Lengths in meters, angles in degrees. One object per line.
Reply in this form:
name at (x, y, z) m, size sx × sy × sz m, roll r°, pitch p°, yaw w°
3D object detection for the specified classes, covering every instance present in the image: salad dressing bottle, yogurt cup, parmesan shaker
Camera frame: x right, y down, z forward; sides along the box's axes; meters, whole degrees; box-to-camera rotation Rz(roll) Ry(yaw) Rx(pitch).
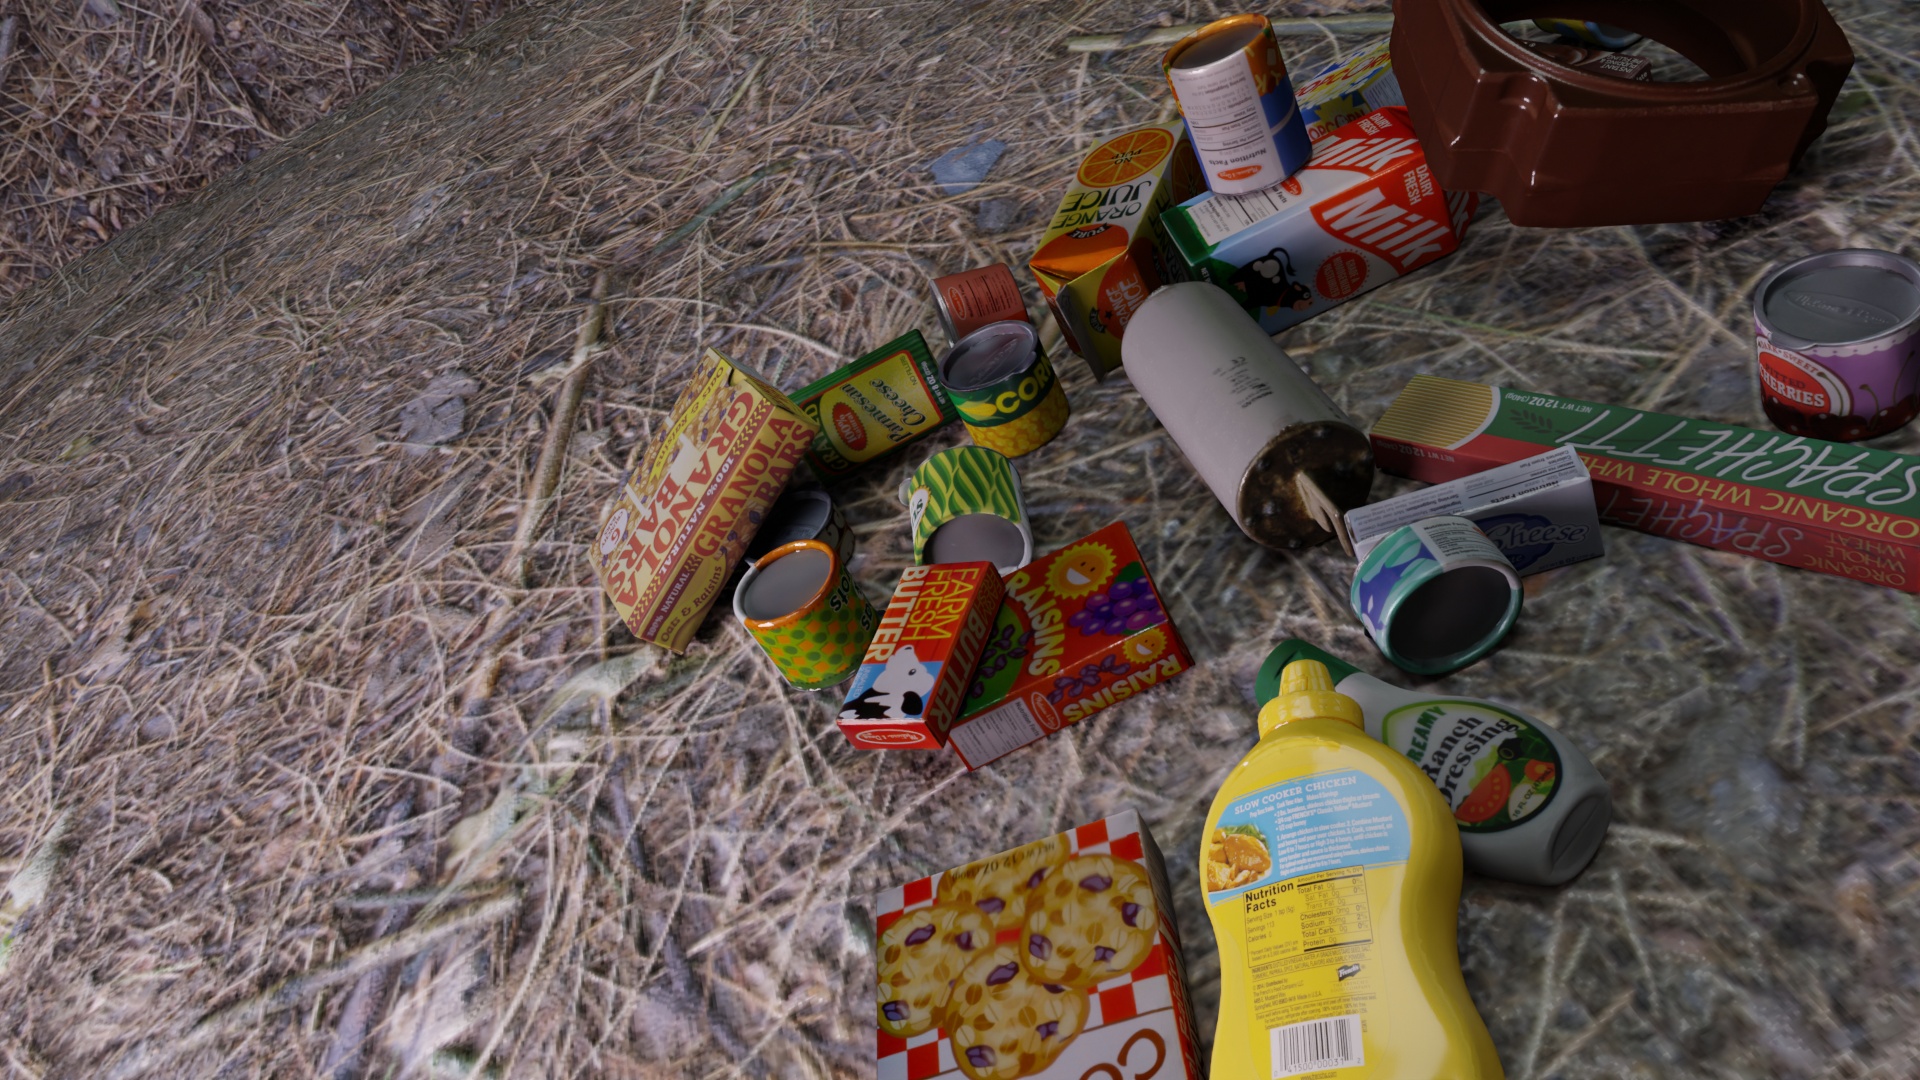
salad dressing bottle at (0.185, 0.084, 0.565) m, size 0.064 × 0.044 × 0.148 m, roll -50°, pitch 40°, yaw -10°
yogurt cup at (0.014, -0.153, 0.937) m, size 0.054 × 0.072 × 0.073 m, roll -21°, pitch 37°, yaw -1°
parmesan shaker at (-0.060, -0.089, 0.904) m, size 0.103 × 0.071 × 0.071 m, roll -28°, pitch 37°, yaw 3°

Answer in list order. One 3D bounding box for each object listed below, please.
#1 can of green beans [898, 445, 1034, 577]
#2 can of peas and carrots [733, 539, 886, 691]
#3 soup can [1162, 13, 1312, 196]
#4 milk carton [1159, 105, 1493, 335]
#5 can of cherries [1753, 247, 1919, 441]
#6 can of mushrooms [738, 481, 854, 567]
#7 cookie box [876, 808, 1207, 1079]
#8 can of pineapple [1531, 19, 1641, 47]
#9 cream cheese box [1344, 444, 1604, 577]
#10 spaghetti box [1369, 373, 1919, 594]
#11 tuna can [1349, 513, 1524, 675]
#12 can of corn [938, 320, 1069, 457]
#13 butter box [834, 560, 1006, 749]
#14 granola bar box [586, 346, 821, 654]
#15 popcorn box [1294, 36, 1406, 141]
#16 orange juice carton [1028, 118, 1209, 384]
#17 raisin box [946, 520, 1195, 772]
can of green beans at (0.005, -0.010, 0.775) m, size 0.071 × 0.071 × 0.058 m, roll -22°, pitch 38°, yaw 11°
can of peas and carrots at (-0.083, 0.041, 0.782) m, size 0.071 × 0.058 × 0.071 m, roll -18°, pitch 39°, yaw 16°
soup can at (0.164, -0.259, 0.821) m, size 0.071 × 0.083 × 0.072 m, roll -20°, pitch 35°, yaw 15°
milk carton at (0.227, -0.195, 0.836) m, size 0.190 × 0.072 × 0.074 m, roll -25°, pitch 37°, yaw 9°
can of cherries at (0.387, -0.085, 0.614) m, size 0.071 × 0.058 × 0.072 m, roll -18°, pitch 40°, yaw 15°
can of mushrooms at (-0.100, -0.001, 0.862) m, size 0.071 × 0.033 × 0.071 m, roll -19°, pitch 38°, yaw 16°
cookie box at (0.030, 0.199, 0.542) m, size 0.123 × 0.040 × 0.168 m, roll -21°, pitch 37°, yaw 12°
can of pineapple at (0.414, -0.360, 0.903) m, size 0.071 × 0.070 × 0.058 m, roll -34°, pitch 37°, yaw -4°
cream cheese box at (0.231, -0.003, 0.628) m, size 0.103 × 0.053 × 0.024 m, roll -18°, pitch 41°, yaw 16°
spaghetti box at (0.308, -0.033, 0.631) m, size 0.250 × 0.028 × 0.050 m, roll 19°, pitch 60°, yaw 46°
tuna can at (0.205, 0.026, 0.604) m, size 0.071 × 0.070 × 0.033 m, roll -27°, pitch 38°, yaw 5°
can of corn at (0.029, -0.093, 0.860) m, size 0.071 × 0.058 × 0.071 m, roll -18°, pitch 38°, yaw 15°
butter box at (-0.018, 0.055, 0.685) m, size 0.053 × 0.024 × 0.104 m, roll -5°, pitch 44°, yaw 32°
granola bar box at (-0.167, -0.029, 0.876) m, size 0.165 × 0.039 × 0.124 m, roll -58°, pitch 36°, yaw 6°
popcorn box at (0.261, -0.292, 0.916) m, size 0.085 × 0.038 × 0.126 m, roll -40°, pitch 16°, yaw -13°
orange juice carton at (0.105, -0.190, 0.911) m, size 0.073 × 0.071 × 0.194 m, roll -3°, pitch 44°, yaw 32°
raisin box at (0.045, 0.052, 0.701) m, size 0.123 × 0.040 × 0.086 m, roll -27°, pitch 36°, yaw 7°
